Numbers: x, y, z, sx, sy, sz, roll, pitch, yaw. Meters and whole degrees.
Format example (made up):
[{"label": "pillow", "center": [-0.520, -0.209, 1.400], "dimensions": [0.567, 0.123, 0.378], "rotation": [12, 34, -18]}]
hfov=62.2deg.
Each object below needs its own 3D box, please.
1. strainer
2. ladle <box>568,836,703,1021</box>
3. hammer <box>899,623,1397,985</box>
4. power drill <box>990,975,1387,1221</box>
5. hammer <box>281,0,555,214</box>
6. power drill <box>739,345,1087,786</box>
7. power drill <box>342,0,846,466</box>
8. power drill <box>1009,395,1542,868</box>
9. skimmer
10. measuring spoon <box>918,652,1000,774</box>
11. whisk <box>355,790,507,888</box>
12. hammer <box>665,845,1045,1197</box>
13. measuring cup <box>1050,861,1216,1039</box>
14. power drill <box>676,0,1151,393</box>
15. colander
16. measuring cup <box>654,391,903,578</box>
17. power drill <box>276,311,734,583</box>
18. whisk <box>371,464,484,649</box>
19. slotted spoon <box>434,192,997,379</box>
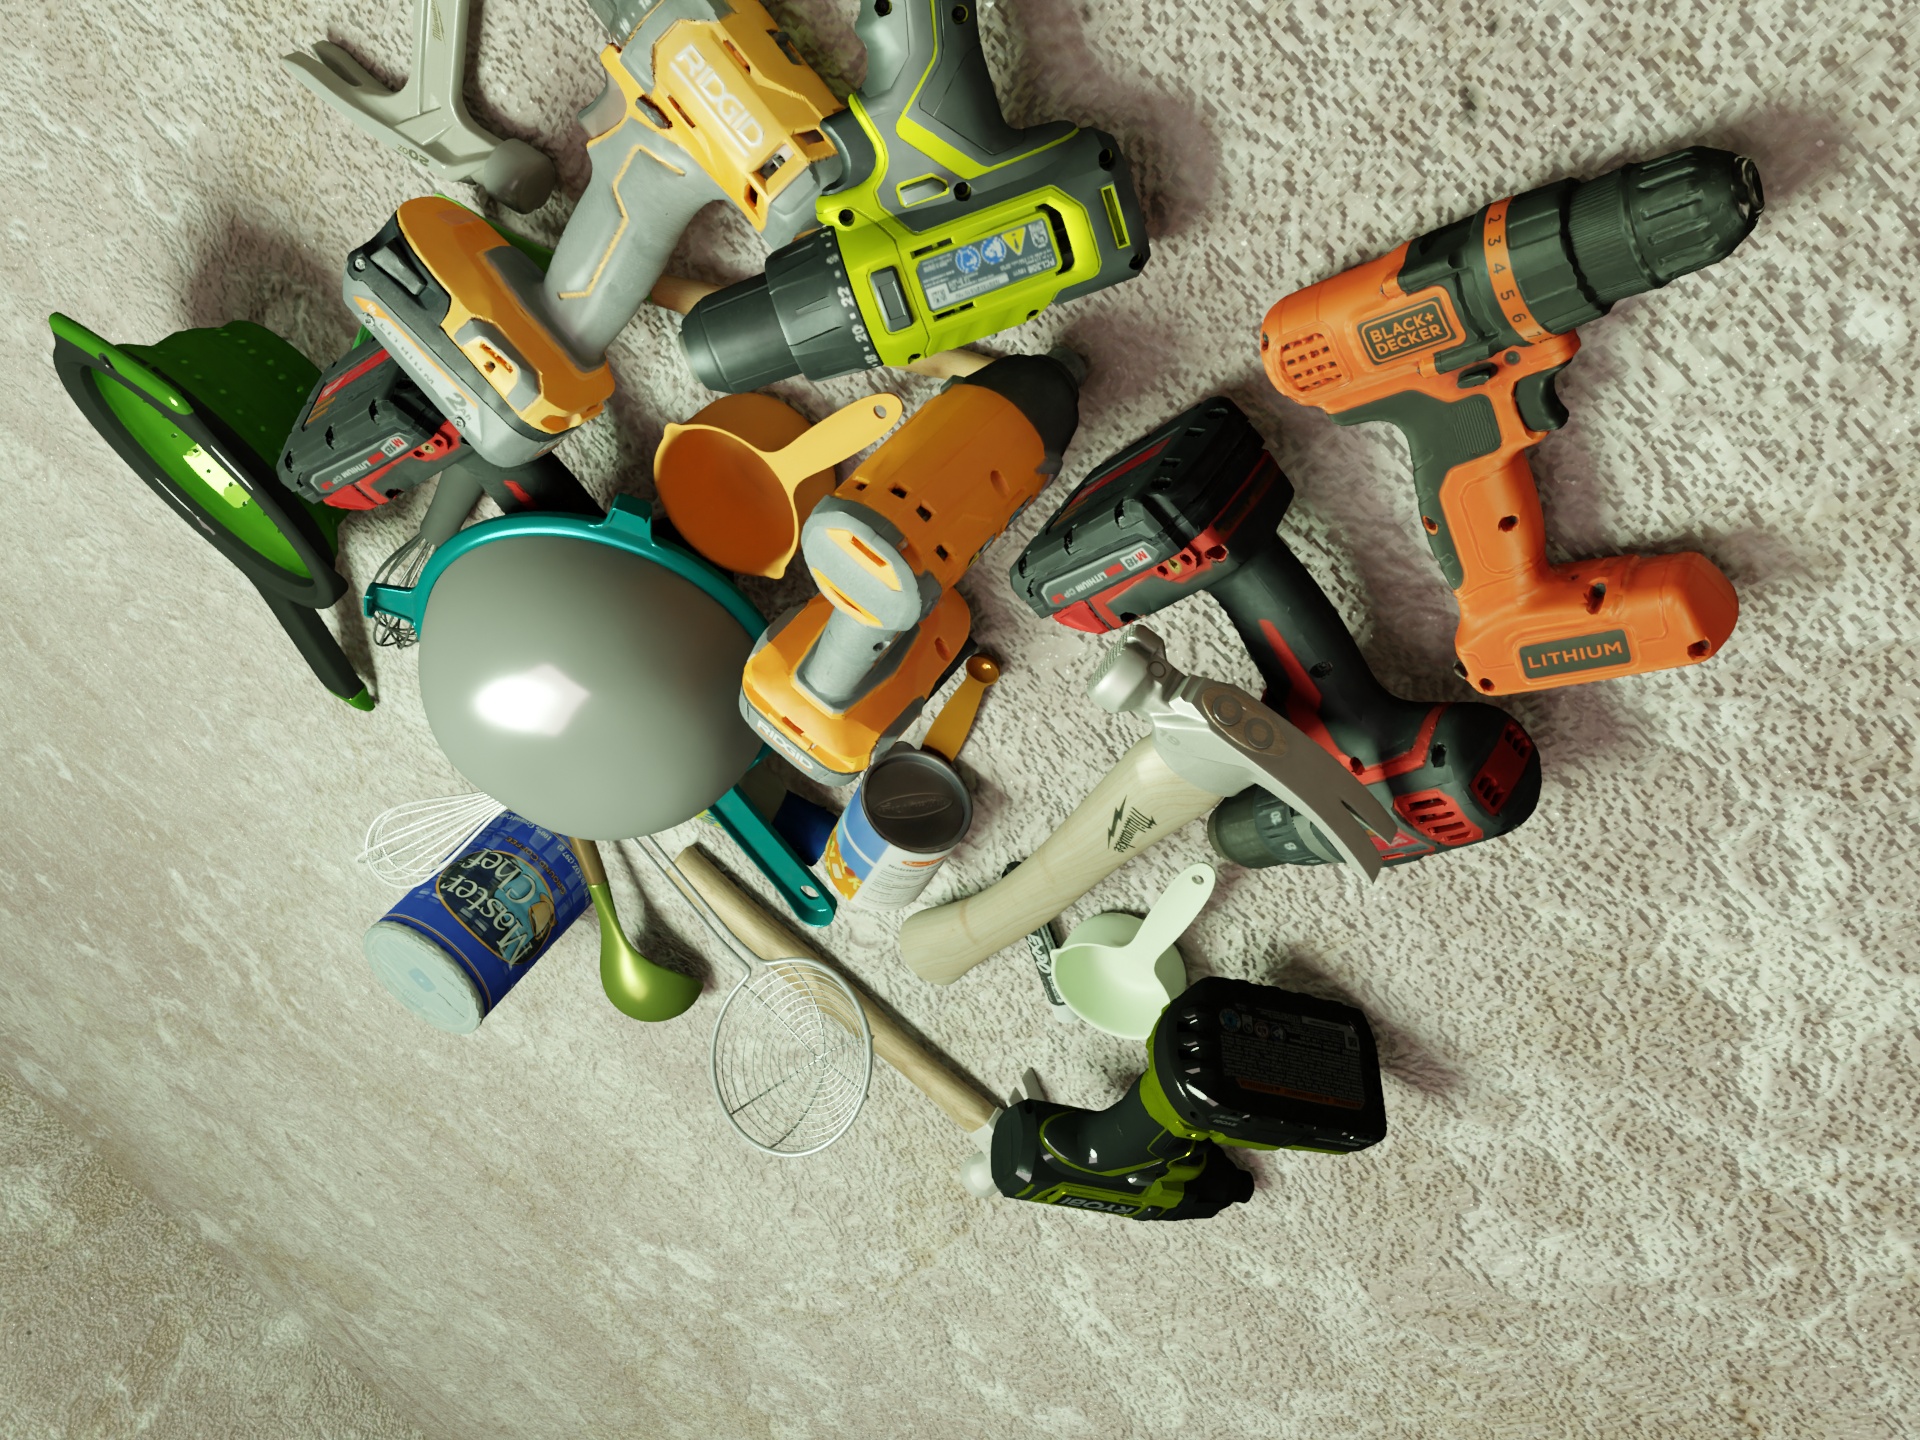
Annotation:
[{"label": "strainer", "center": [-0.171, 0.039, 0.879], "dimensions": [0.211, 0.095, 0.340], "rotation": [-14, 132, 27]}, {"label": "ladle", "center": [-0.257, 0.084, 1.126], "dimensions": [0.078, 0.062, 0.320], "rotation": [5, 122, 33]}, {"label": "hammer", "center": [0.060, 0.084, 0.832], "dimensions": [0.146, 0.038, 0.410], "rotation": [36, 151, -3]}, {"label": "power drill", "center": [0.139, 0.234, 0.924], "dimensions": [0.171, 0.080, 0.223], "rotation": [15, 144, -18]}, {"label": "hammer", "center": [-0.221, -0.398, 0.672], "dimensions": [0.149, 0.037, 0.358], "rotation": [33, 139, 6]}, {"label": "power drill", "center": [-0.019, -0.074, 0.743], "dimensions": [0.084, 0.164, 0.226], "rotation": [40, 150, 3]}, {"label": "power drill", "center": [-0.172, -0.245, 0.701], "dimensions": [0.226, 0.084, 0.185], "rotation": [-36, 101, 23]}, {"label": "power drill", "center": [0.129, -0.018, 0.727], "dimensions": [0.226, 0.080, 0.188], "rotation": [46, 150, -12]}, {"label": "skimmer", "center": [-0.186, 0.118, 1.010], "dimensions": [0.127, 0.090, 0.363], "rotation": [-31, 106, 20]}, {"label": "measuring spoon", "center": [-0.001, -0.003, 0.887], "dimensions": [0.021, 0.011, 0.116], "rotation": [30, 141, 1]}, {"label": "whisk", "center": [-0.309, 0.052, 1.068], "dimensions": [0.246, 0.059, 0.058], "rotation": [-25, 80, 20]}, {"label": "hammer", "center": [-0.070, 0.202, 1.096], "dimensions": [0.331, 0.031, 0.130], "rotation": [41, 139, -2]}, {"label": "measuring cup", "center": [0.109, 0.118, 0.895], "dimensions": [0.083, 0.038, 0.167], "rotation": [33, 136, 6]}, {"label": "power drill", "center": [-0.048, -0.245, 0.605], "dimensions": [0.190, 0.080, 0.228], "rotation": [-18, 117, 6]}, {"label": "colander", "center": [-0.426, -0.132, 1.025], "dimensions": [0.204, 0.094, 0.396], "rotation": [32, 156, 15]}, {"label": "measuring cup", "center": [-0.078, -0.135, 0.792], "dimensions": [0.173, 0.052, 0.095], "rotation": [-20, 113, 42]}, {"label": "power drill", "center": [-0.243, -0.111, 0.864], "dimensions": [0.143, 0.079, 0.219], "rotation": [-17, 138, 34]}, {"label": "whisk", "center": [-0.320, -0.118, 0.984], "dimensions": [0.055, 0.055, 0.239], "rotation": [41, 134, -3]}, {"label": "slotted spoon", "center": [-0.126, -0.205, 0.773], "dimensions": [0.314, 0.031, 0.070], "rotation": [18, 175, 16]}]
